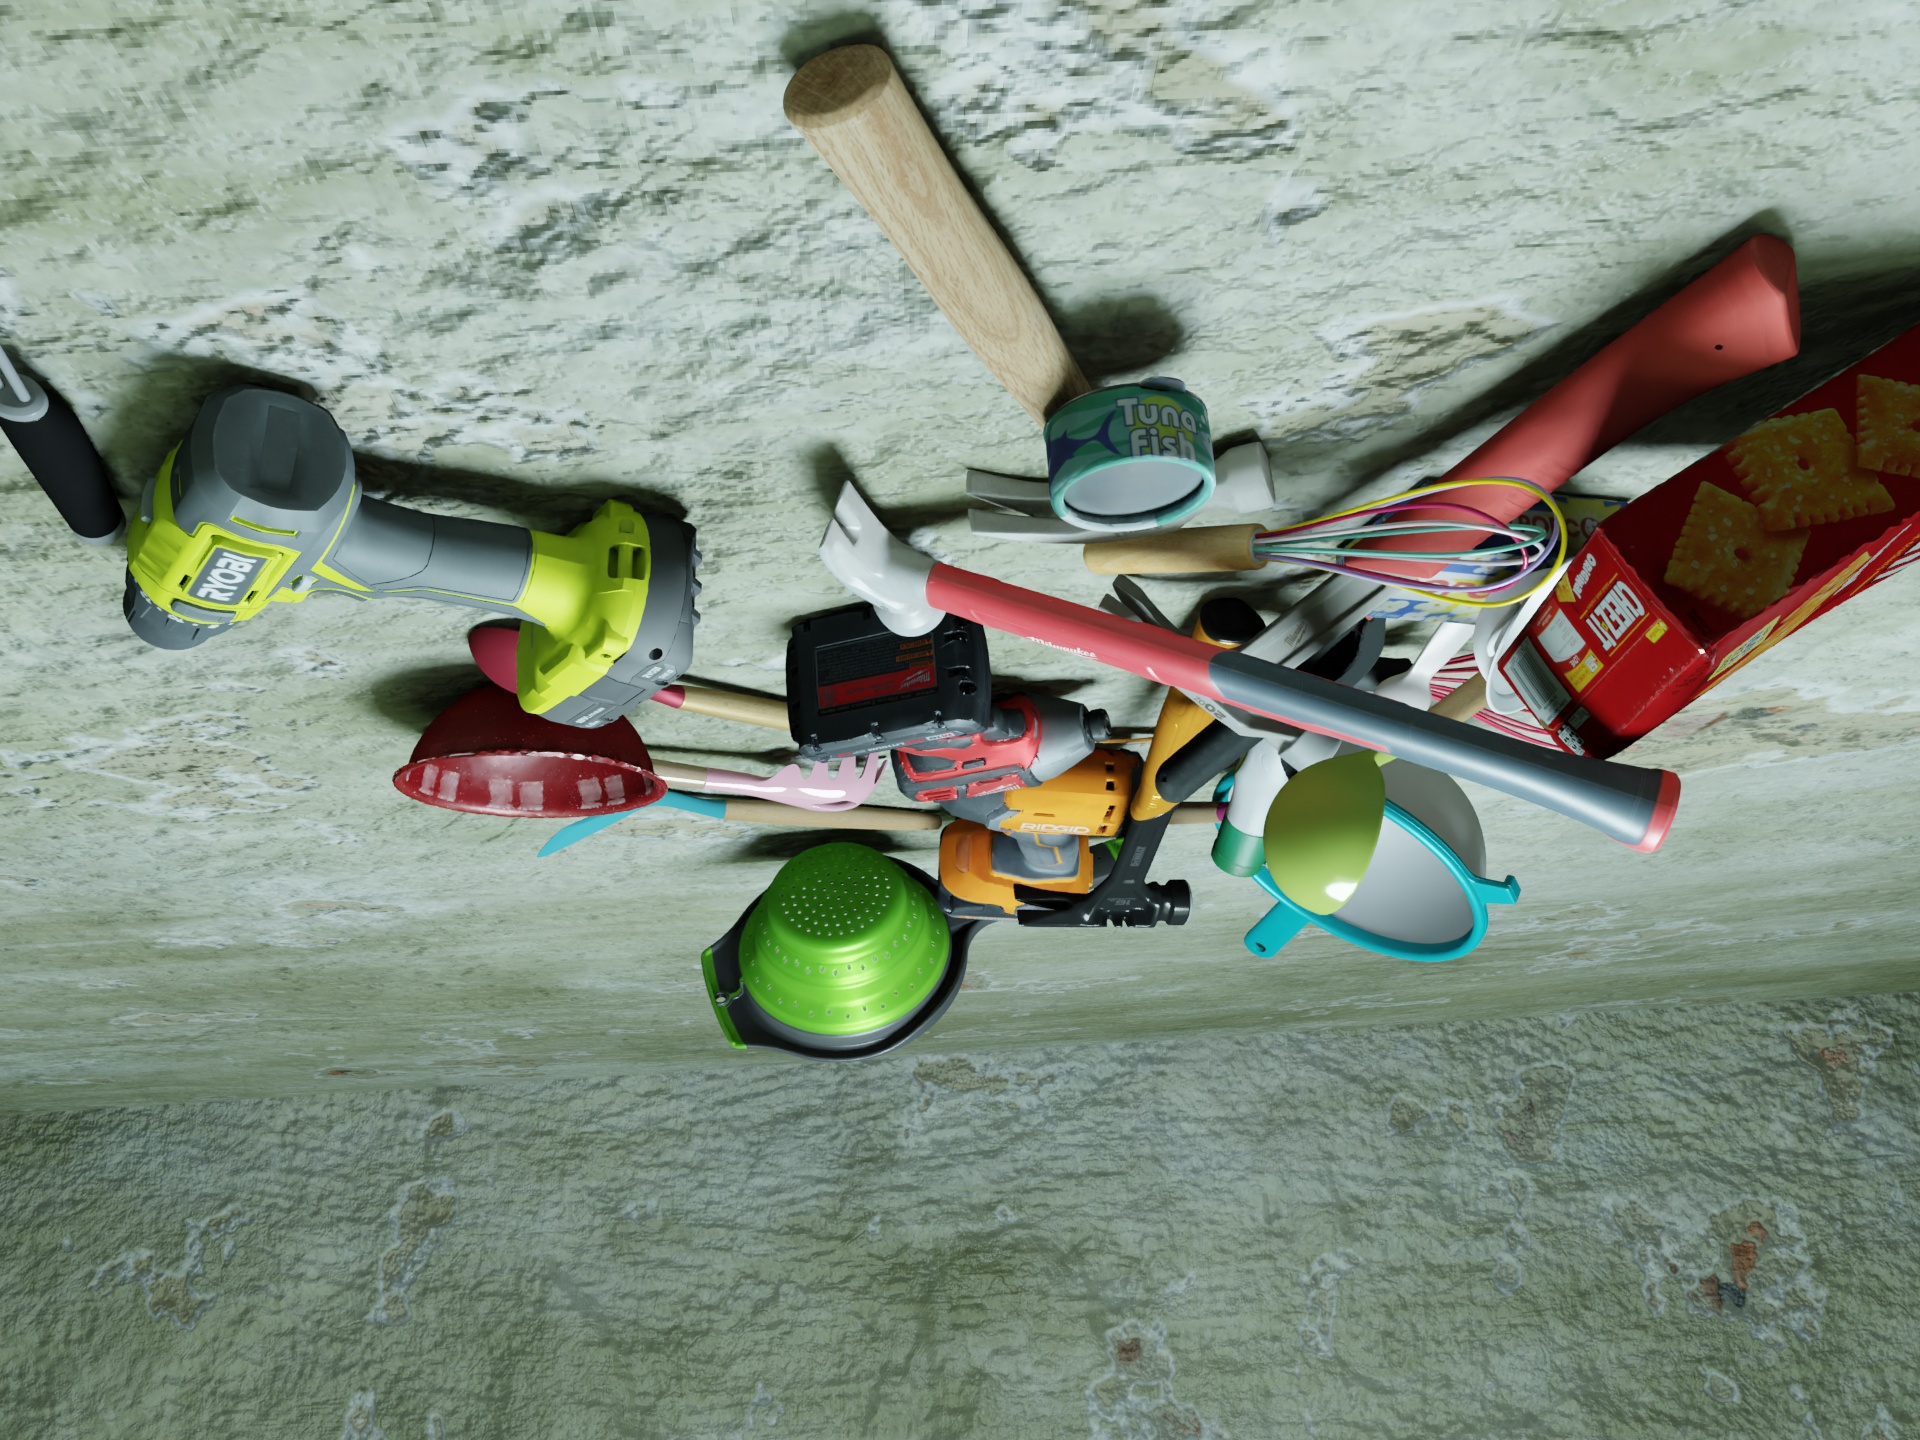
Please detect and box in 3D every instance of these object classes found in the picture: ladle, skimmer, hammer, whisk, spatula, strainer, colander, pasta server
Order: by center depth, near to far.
[{"bbox_3d":[-0.349,-0.115,0.520,0.127,0.090,0.363,32,158,-3],"label":"skimmer"},{"bbox_3d":[0.023,-0.141,0.610,0.130,0.031,0.331,-12,160,20],"label":"hammer"},{"bbox_3d":[0.122,-0.022,0.712,0.386,0.038,0.143,18,172,15],"label":"hammer"},{"bbox_3d":[0.153,-0.076,0.720,0.245,0.047,0.051,3,-146,44],"label":"whisk"},{"bbox_3d":[0.213,-0.096,0.723,0.149,0.037,0.359,38,141,-7],"label":"hammer"},{"bbox_3d":[0.266,0.003,0.829,0.320,0.062,0.078,-29,160,-34],"label":"ladle"},{"bbox_3d":[0.334,-0.041,0.831,0.258,0.050,0.087,5,115,-38],"label":"strainer"},{"bbox_3d":[-0.151,-0.011,0.968,0.315,0.031,0.069,12,164,-43],"label":"ladle"},{"bbox_3d":[0.291,-0.024,0.977,0.295,0.073,0.073,5,160,-7],"label":"whisk"},{"bbox_3d":[0.121,0.040,1.015,0.127,0.034,0.336,1,144,-9],"label":"hammer"},{"bbox_3d":[-0.200,0.028,1.077,0.316,0.040,0.060,9,158,-23],"label":"pasta server"},{"bbox_3d":[0.288,0.099,1.204,0.211,0.095,0.340,33,157,8],"label":"strainer"},{"bbox_3d":[-0.156,0.080,1.207,0.317,0.044,0.082,5,158,-27],"label":"spatula"},{"bbox_3d":[-0.022,0.144,1.316,0.397,0.205,0.094,-18,137,-13],"label":"colander"}]

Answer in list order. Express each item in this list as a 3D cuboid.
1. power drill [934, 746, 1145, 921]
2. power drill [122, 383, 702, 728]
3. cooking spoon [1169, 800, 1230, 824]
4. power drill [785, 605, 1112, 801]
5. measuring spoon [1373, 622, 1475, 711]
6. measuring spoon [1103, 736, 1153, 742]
[{"bbox_3d":[0.037,0.080,1.182,0.164,0.084,0.226,5,155,-5],"label":"power drill"},{"bbox_3d":[-0.253,-0.061,0.723,0.228,0.080,0.190,13,155,-35],"label":"power drill"},{"bbox_3d":[0.174,0.068,1.162,0.068,0.017,0.319,48,153,-22],"label":"cooking spoon"},{"bbox_3d":[-0.002,-0.003,0.950,0.143,0.079,0.219,-11,163,19],"label":"power drill"},{"bbox_3d":[0.279,-0.039,0.916,0.034,0.018,0.124,18,132,-10],"label":"measuring spoon"},{"bbox_3d":[0.135,0.010,1.115,0.117,0.011,0.021,-1,179,-17],"label":"measuring spoon"}]
